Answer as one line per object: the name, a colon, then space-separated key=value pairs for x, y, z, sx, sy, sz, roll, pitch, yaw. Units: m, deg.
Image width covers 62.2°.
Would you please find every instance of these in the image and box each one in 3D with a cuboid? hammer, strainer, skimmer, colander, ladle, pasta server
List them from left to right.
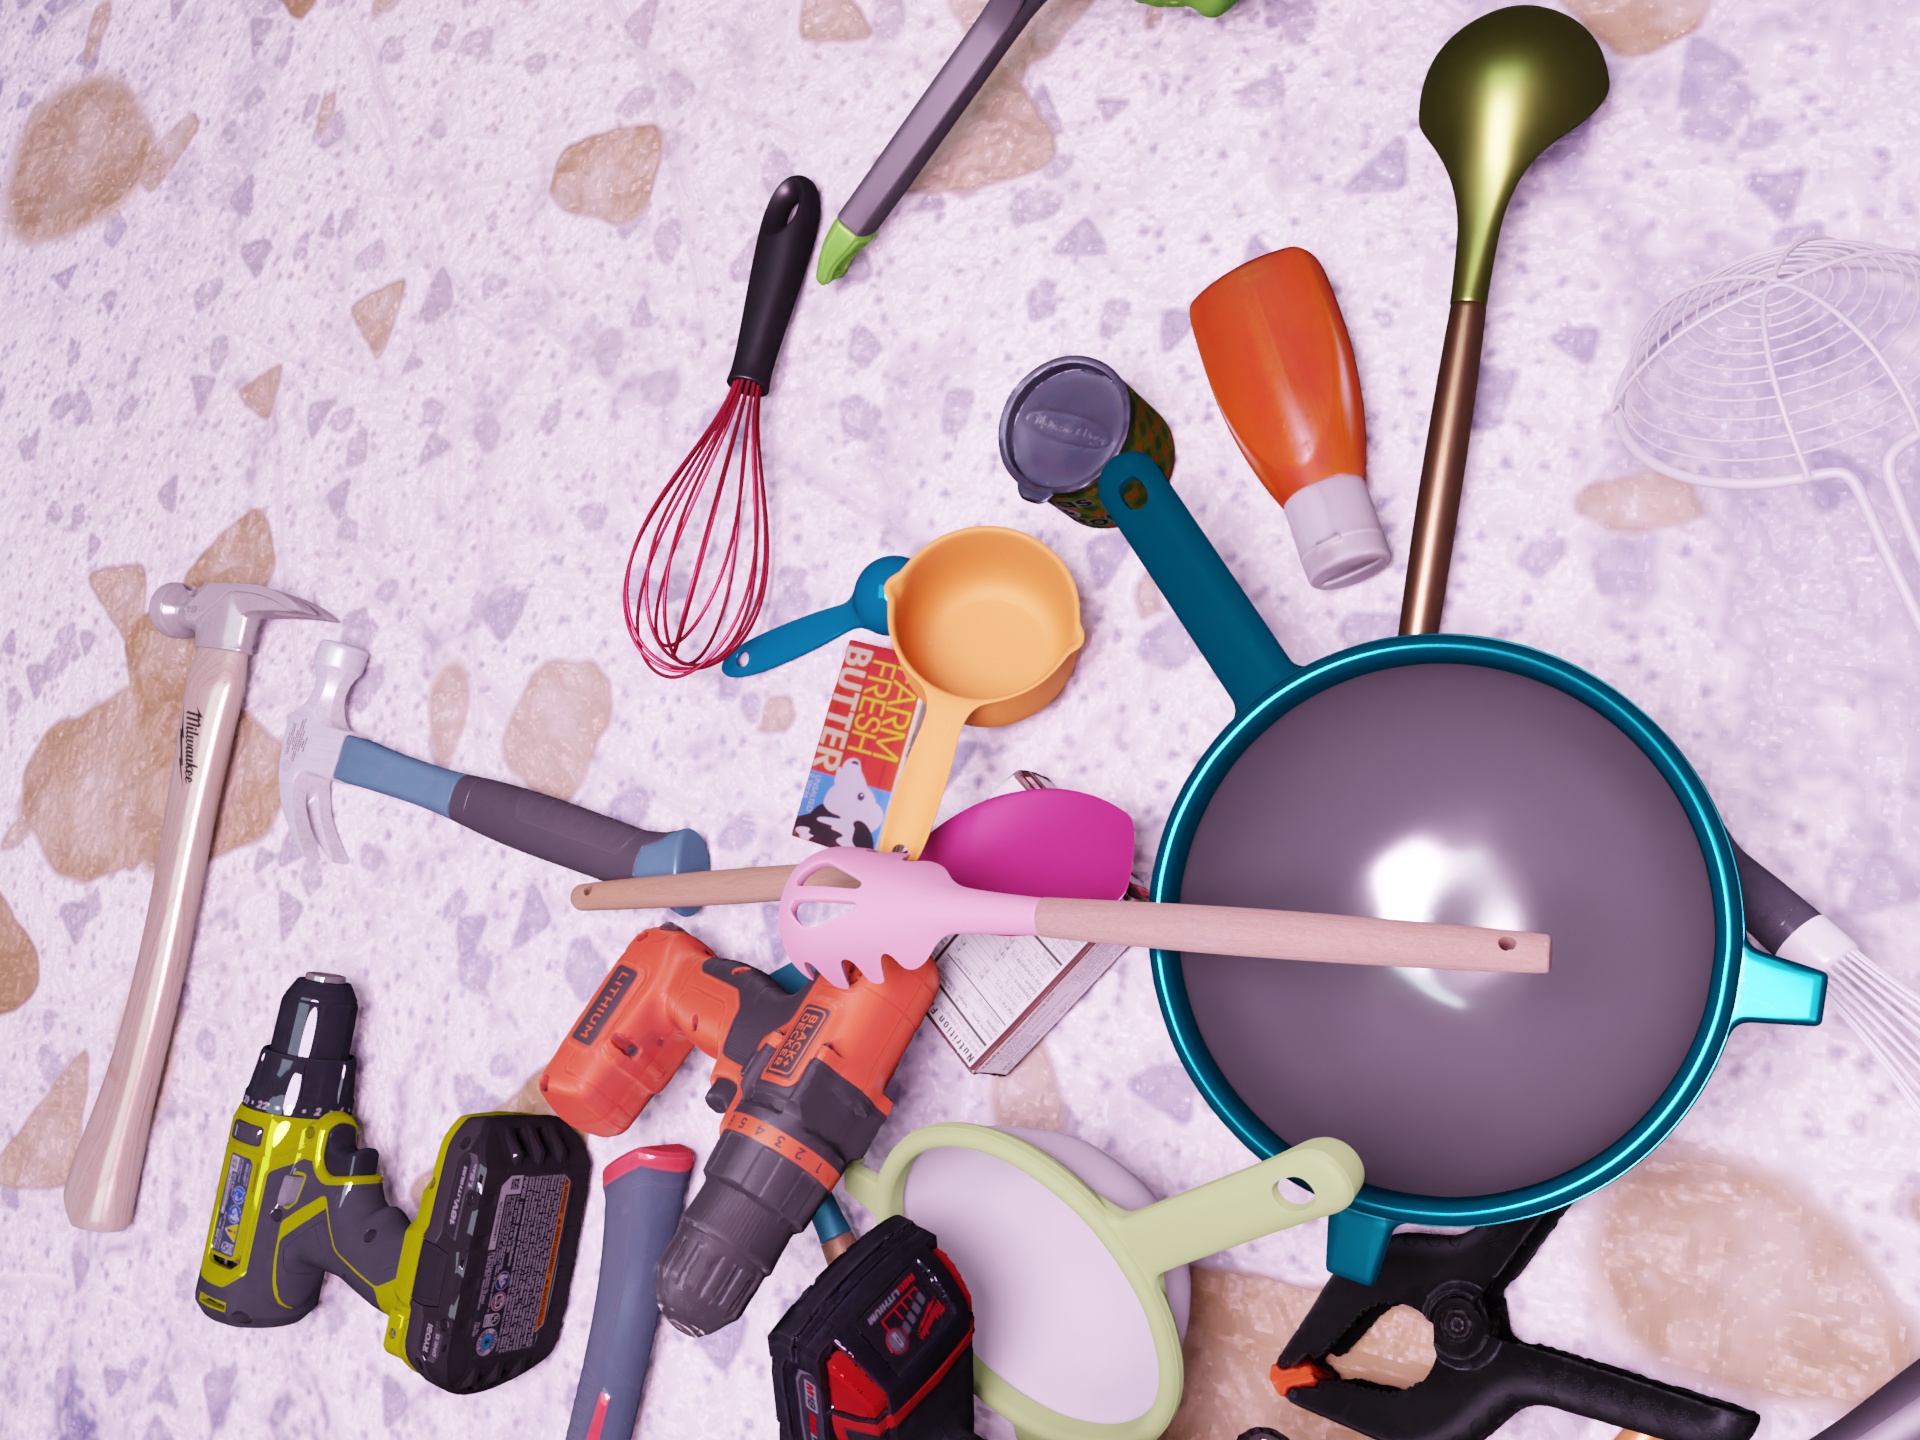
hammer: x=-0.493 y=0.114 z=1.008 sx=0.146 sy=0.038 sz=0.411 roll=4 pitch=82 yaw=28
hammer: x=-0.273 y=0.046 z=0.902 sx=0.331 sy=0.033 sz=0.128 roll=14 pitch=85 yaw=31
hammer: x=-0.174 y=0.402 z=0.765 sx=0.143 sy=0.038 sz=0.386 roll=9 pitch=83 yaw=29
colander: x=0.070 y=-0.342 z=0.764 sx=0.094 sy=0.205 sz=0.397 roll=41 pitch=120 yaw=-5
pasta server: x=0.059 y=0.079 z=0.608 sx=0.316 sy=0.040 sz=0.060 roll=1 pitch=67 yaw=26
strainer: x=0.070 y=0.194 z=0.619 sx=0.151 sy=0.069 sz=0.256 roll=55 pitch=134 yaw=5
strainer: x=0.158 y=0.029 z=0.633 sx=0.211 sy=0.095 sz=0.341 roll=-39 pitch=61 yaw=19
ladle: x=0.216 y=-0.147 z=0.678 sx=0.078 sy=0.062 sz=0.320 roll=9 pitch=90 yaw=32
skimmer: x=0.354 y=-0.012 z=0.571 sx=0.127 sy=0.090 sz=0.363 roll=-23 pitch=79 yaw=17

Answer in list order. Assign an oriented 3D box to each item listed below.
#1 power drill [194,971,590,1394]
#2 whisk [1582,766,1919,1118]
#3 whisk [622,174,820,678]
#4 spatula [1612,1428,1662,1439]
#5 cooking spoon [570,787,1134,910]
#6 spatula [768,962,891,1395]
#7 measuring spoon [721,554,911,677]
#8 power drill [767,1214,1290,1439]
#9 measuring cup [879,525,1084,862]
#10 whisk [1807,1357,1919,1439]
power drill: x=-0.312 y=0.245 z=0.856 sx=0.228 sy=0.080 sz=0.190 roll=6 pitch=82 yaw=32
whisk: x=0.319 y=0.101 z=0.542 sx=0.070 sy=0.070 sz=0.285 roll=-47 pitch=53 yaw=12
whisk: x=-0.118 y=-0.161 z=0.853 sx=0.073 sy=0.073 sz=0.296 roll=4 pitch=74 yaw=30
spatula: x=0.161 y=0.382 z=0.595 sx=0.081 sy=0.041 sz=0.322 roll=39 pitch=95 yaw=29
cooking spoon: x=-0.063 y=0.075 z=0.746 sx=0.319 sy=0.017 sz=0.069 roll=-7 pitch=60 yaw=30
spatula: x=-0.040 y=0.261 z=0.733 sx=0.082 sy=0.044 sz=0.318 roll=-31 pitch=70 yaw=19
measuring spoon: x=-0.076 y=-0.050 z=0.820 sx=0.128 sy=0.021 sz=0.042 roll=-22 pitch=69 yaw=22
power drill: x=0.037 y=0.282 z=0.593 sx=0.220 sy=0.078 sz=0.143 roll=17 pitch=122 yaw=32
measuring cup: x=-0.001 y=-0.002 z=0.730 sx=0.095 sy=0.052 sz=0.174 roll=16 pitch=74 yaw=11
whisk: x=0.285 y=0.261 z=0.534 sx=0.239 sy=0.055 sz=0.055 roll=-38 pitch=63 yaw=7
